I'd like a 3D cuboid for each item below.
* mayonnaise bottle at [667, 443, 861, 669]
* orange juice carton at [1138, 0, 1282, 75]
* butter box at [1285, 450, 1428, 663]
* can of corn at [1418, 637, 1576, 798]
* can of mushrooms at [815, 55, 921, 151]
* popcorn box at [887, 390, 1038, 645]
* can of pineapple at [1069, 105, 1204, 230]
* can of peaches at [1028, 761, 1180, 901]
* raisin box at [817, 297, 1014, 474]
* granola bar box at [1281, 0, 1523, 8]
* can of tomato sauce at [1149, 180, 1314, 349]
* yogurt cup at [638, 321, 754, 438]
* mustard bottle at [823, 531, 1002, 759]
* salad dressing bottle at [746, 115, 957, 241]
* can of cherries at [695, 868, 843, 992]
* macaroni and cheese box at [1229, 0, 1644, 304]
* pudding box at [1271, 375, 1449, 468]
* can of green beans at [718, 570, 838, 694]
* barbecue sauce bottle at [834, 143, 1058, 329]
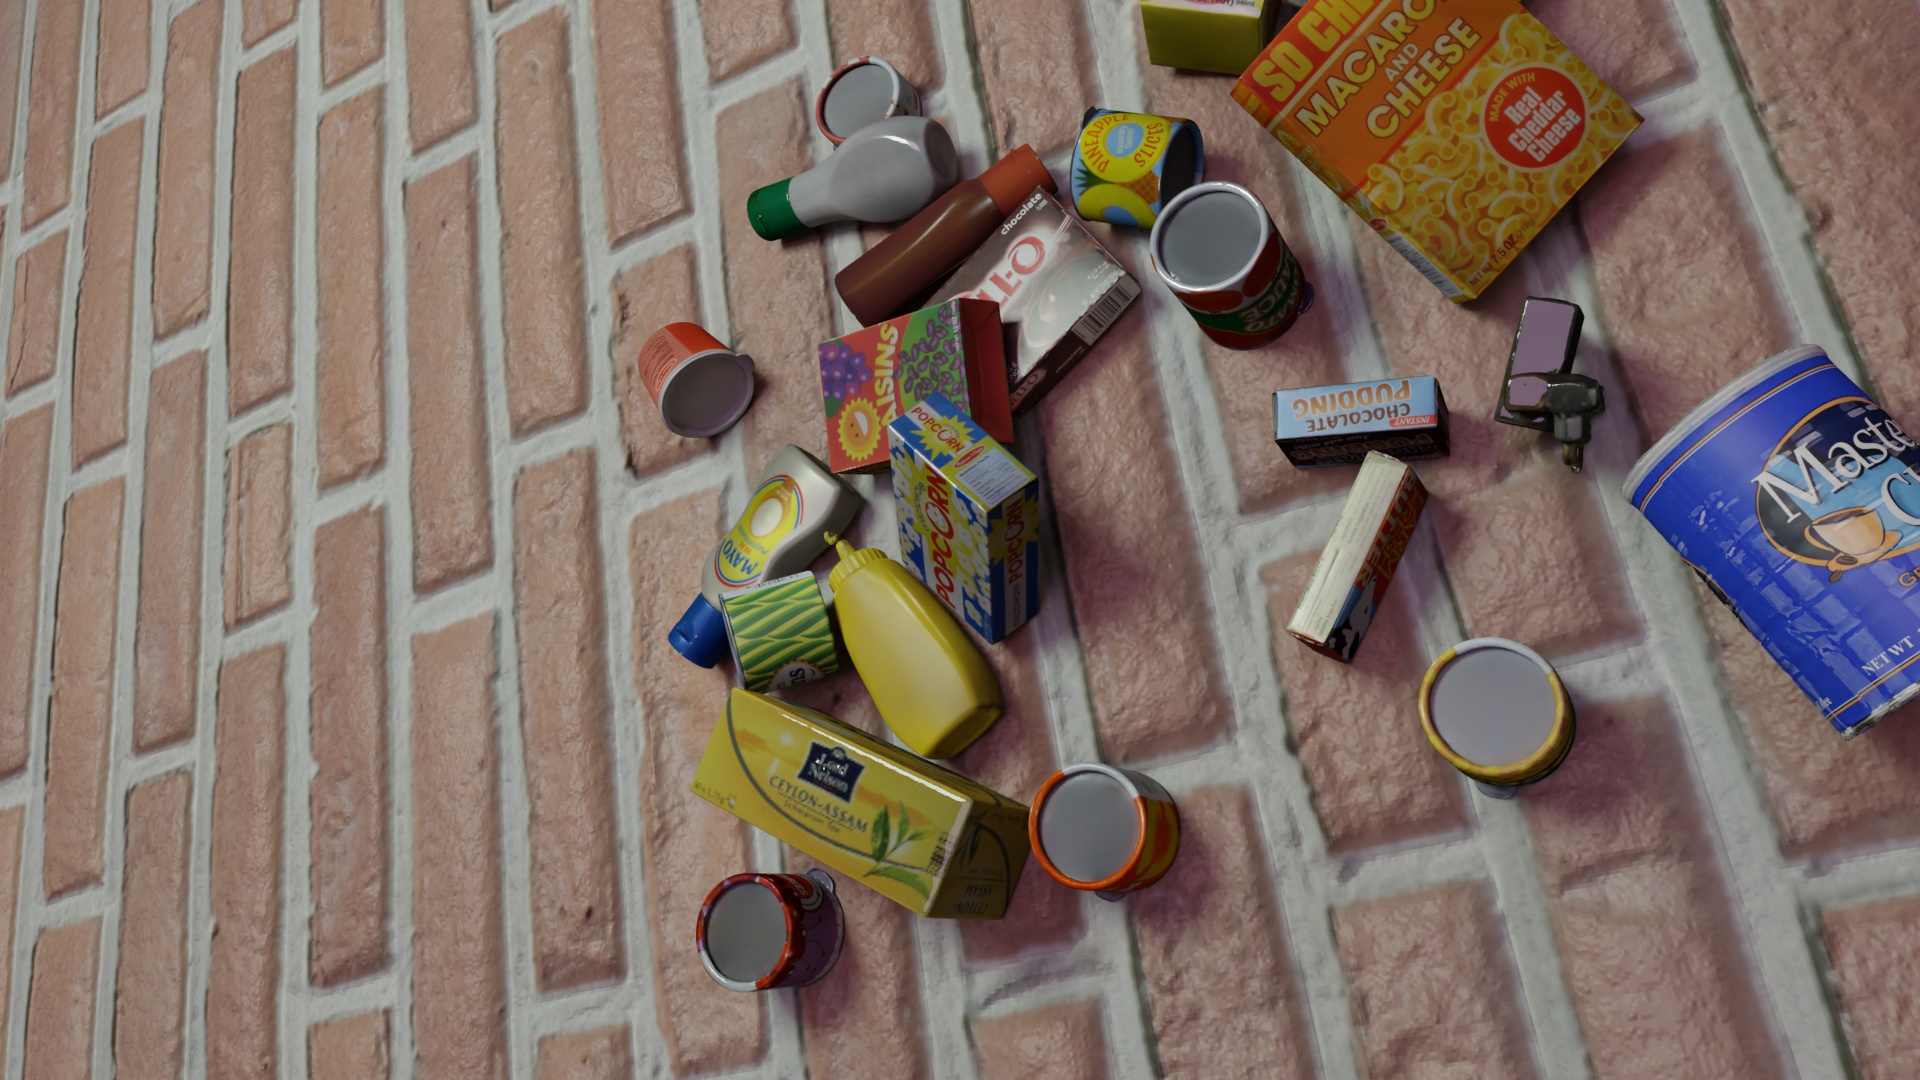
[{"bbox_3d":[-0.129,0.014,0.883,0.065,0.041,0.148,39,95,31],"label":"mayonnaise bottle"},{"bbox_3d":[0.164,-0.381,0.822,0.072,0.073,0.193,12,82,15],"label":"orange juice carton"},{"bbox_3d":[0.205,0.010,0.712,0.024,0.053,0.103,24,87,32],"label":"butter box"},{"bbox_3d":[0.256,0.085,0.662,0.071,0.058,0.071,-7,73,25],"label":"can of corn"},{"bbox_3d":[-0.065,-0.290,0.941,0.071,0.033,0.071,-7,74,24],"label":"can of mushrooms"},{"bbox_3d":[0.003,-0.010,0.778,0.038,0.126,0.085,-34,58,-22],"label":"popcorn box"},{"bbox_3d":[0.104,-0.218,0.816,0.058,0.071,0.071,16,84,28],"label":"can of pineapple"},{"bbox_3d":[0.076,0.154,0.733,0.071,0.058,0.071,-7,73,24],"label":"can of peaches"},{"bbox_3d":[-0.029,-0.091,0.837,0.123,0.040,0.086,-10,86,42],"label":"raisin box"},{"bbox_3d":[0.265,-0.362,0.770,0.124,0.039,0.165,19,85,6],"label":"granola bar box"},{"bbox_3d":[0.150,-0.150,0.766,0.071,0.083,0.071,-7,73,25],"label":"can of tomato sauce"},{"bbox_3d":[-0.181,-0.110,0.932,0.072,0.072,0.054,-49,53,7],"label":"yogurt cup"},{"bbox_3d":[-0.038,0.052,0.823,0.065,0.049,0.161,-43,61,16],"label":"mustard bottle"},{"bbox_3d":[-0.074,-0.235,0.919,0.147,0.064,0.044,-10,32,30],"label":"salad dressing bottle"},{"bbox_3d":[-0.110,0.224,0.806,0.071,0.058,0.071,-7,74,25],"label":"can of cherries"},{"bbox_3d":[0.243,-0.225,0.721,0.166,0.040,0.123,43,95,-1],"label":"macaroni and cheese box"},{"bbox_3d":[0.211,-0.061,0.731,0.083,0.049,0.030,-3,74,25],"label":"pudding box"},{"bbox_3d":[-0.110,0.057,0.837,0.058,0.071,0.071,-15,66,-12],"label":"can of green beans"},{"bbox_3d":[-0.009,-0.191,0.873,0.148,0.043,0.065,-35,21,9],"label":"barbecue sauce bottle"}]
